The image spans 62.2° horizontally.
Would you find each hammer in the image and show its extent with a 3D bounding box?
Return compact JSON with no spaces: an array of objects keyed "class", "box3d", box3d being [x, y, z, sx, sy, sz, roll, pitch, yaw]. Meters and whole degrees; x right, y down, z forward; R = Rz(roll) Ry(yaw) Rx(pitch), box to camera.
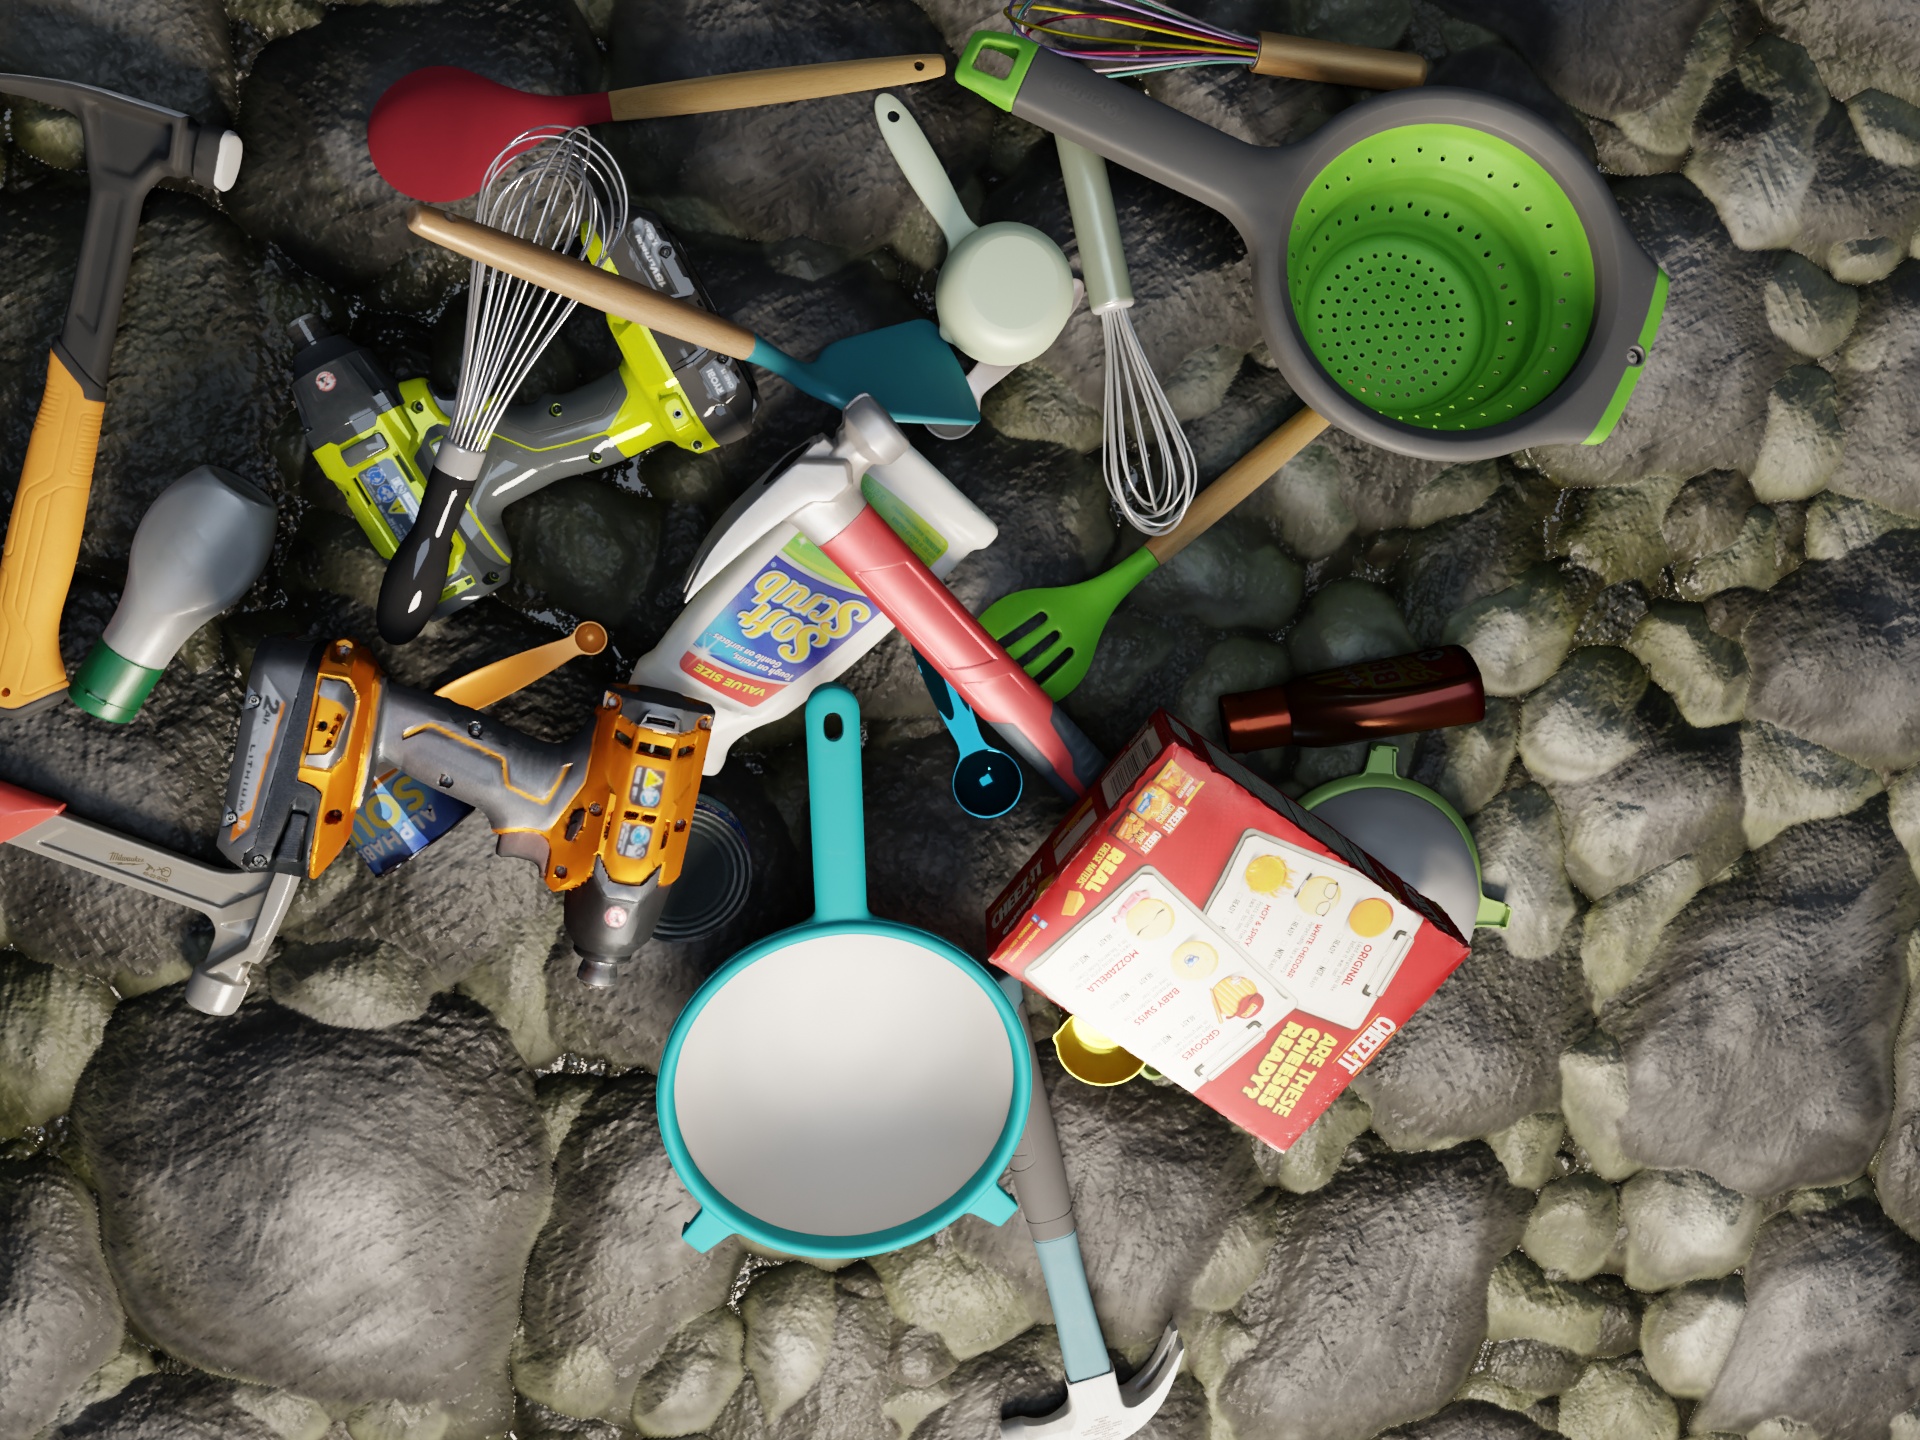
[{"class":"hammer","box3d":[0.021,0.003,0.896,0.143,0.038,0.386,-40,115,8]},{"class":"hammer","box3d":[-0.548,0.036,0.878,0.359,0.037,0.149,23,97,-11]},{"class":"hammer","box3d":[0.054,0.310,1.000,0.128,0.033,0.331,-15,102,-3]},{"class":"hammer","box3d":[-0.484,-0.166,0.849,0.127,0.034,0.337,14,98,-10]}]

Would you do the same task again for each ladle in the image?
[{"class":"ladle","box3d":[-0.163,-0.334,0.861,0.315,0.031,0.069,-10,101,-6]}]

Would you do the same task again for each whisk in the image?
[{"class":"whisk","box3d":[-0.240,-0.161,0.795,0.070,0.070,0.284,24,108,-10]},{"class":"whisk","box3d":[0.143,-0.371,0.881,0.245,0.047,0.051,4,99,-11]},{"class":"whisk","box3d":[0.087,-0.225,0.896,0.058,0.059,0.246,-16,96,-37]}]

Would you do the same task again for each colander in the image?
[{"class":"colander","box3d":[0.180,-0.268,0.879,0.397,0.094,0.204,25,84,-2]}]

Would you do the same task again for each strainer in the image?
[{"class":"strainer","box3d":[0.215,0.144,0.969,0.256,0.069,0.151,-38,102,0]},{"class":"strainer","box3d":[-0.070,0.137,0.915,0.211,0.095,0.340,-3,105,-7]}]

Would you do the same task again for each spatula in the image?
[{"class":"spatula","box3d":[-0.121,-0.203,0.789,0.317,0.082,0.044,10,138,-46]}]

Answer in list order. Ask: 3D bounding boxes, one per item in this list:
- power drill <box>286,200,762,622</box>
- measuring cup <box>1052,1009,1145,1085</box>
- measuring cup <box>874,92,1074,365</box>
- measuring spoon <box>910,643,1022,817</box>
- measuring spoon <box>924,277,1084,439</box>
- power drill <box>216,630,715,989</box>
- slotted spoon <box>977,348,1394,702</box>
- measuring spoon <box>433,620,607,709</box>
[{"class":"power drill","box3d":[-0.236,-0.177,0.856,0.223,0.080,0.171,-28,103,2]},{"class":"measuring cup","box3d":[0.095,0.147,0.958,0.062,0.029,0.156,10,110,1]},{"class":"measuring cup","box3d":[0.002,-0.276,0.878,0.083,0.038,0.167,-33,98,-7]},{"class":"measuring spoon","box3d":[-0.002,-0.003,0.948,0.042,0.021,0.128,-23,93,-1]},{"class":"measuring spoon","box3d":[0.025,-0.208,0.913,0.124,0.018,0.034,-45,96,-4]},{"class":"power drill","box3d":[-0.254,0.047,0.828,0.226,0.084,0.164,12,93,-15]},{"class":"slotted spoon","box3d":[0.131,-0.115,0.935,0.314,0.031,0.070,-40,100,0]},{"class":"measuring spoon","box3d":[-0.256,-0.028,0.915,0.117,0.011,0.021,-24,103,2]}]
